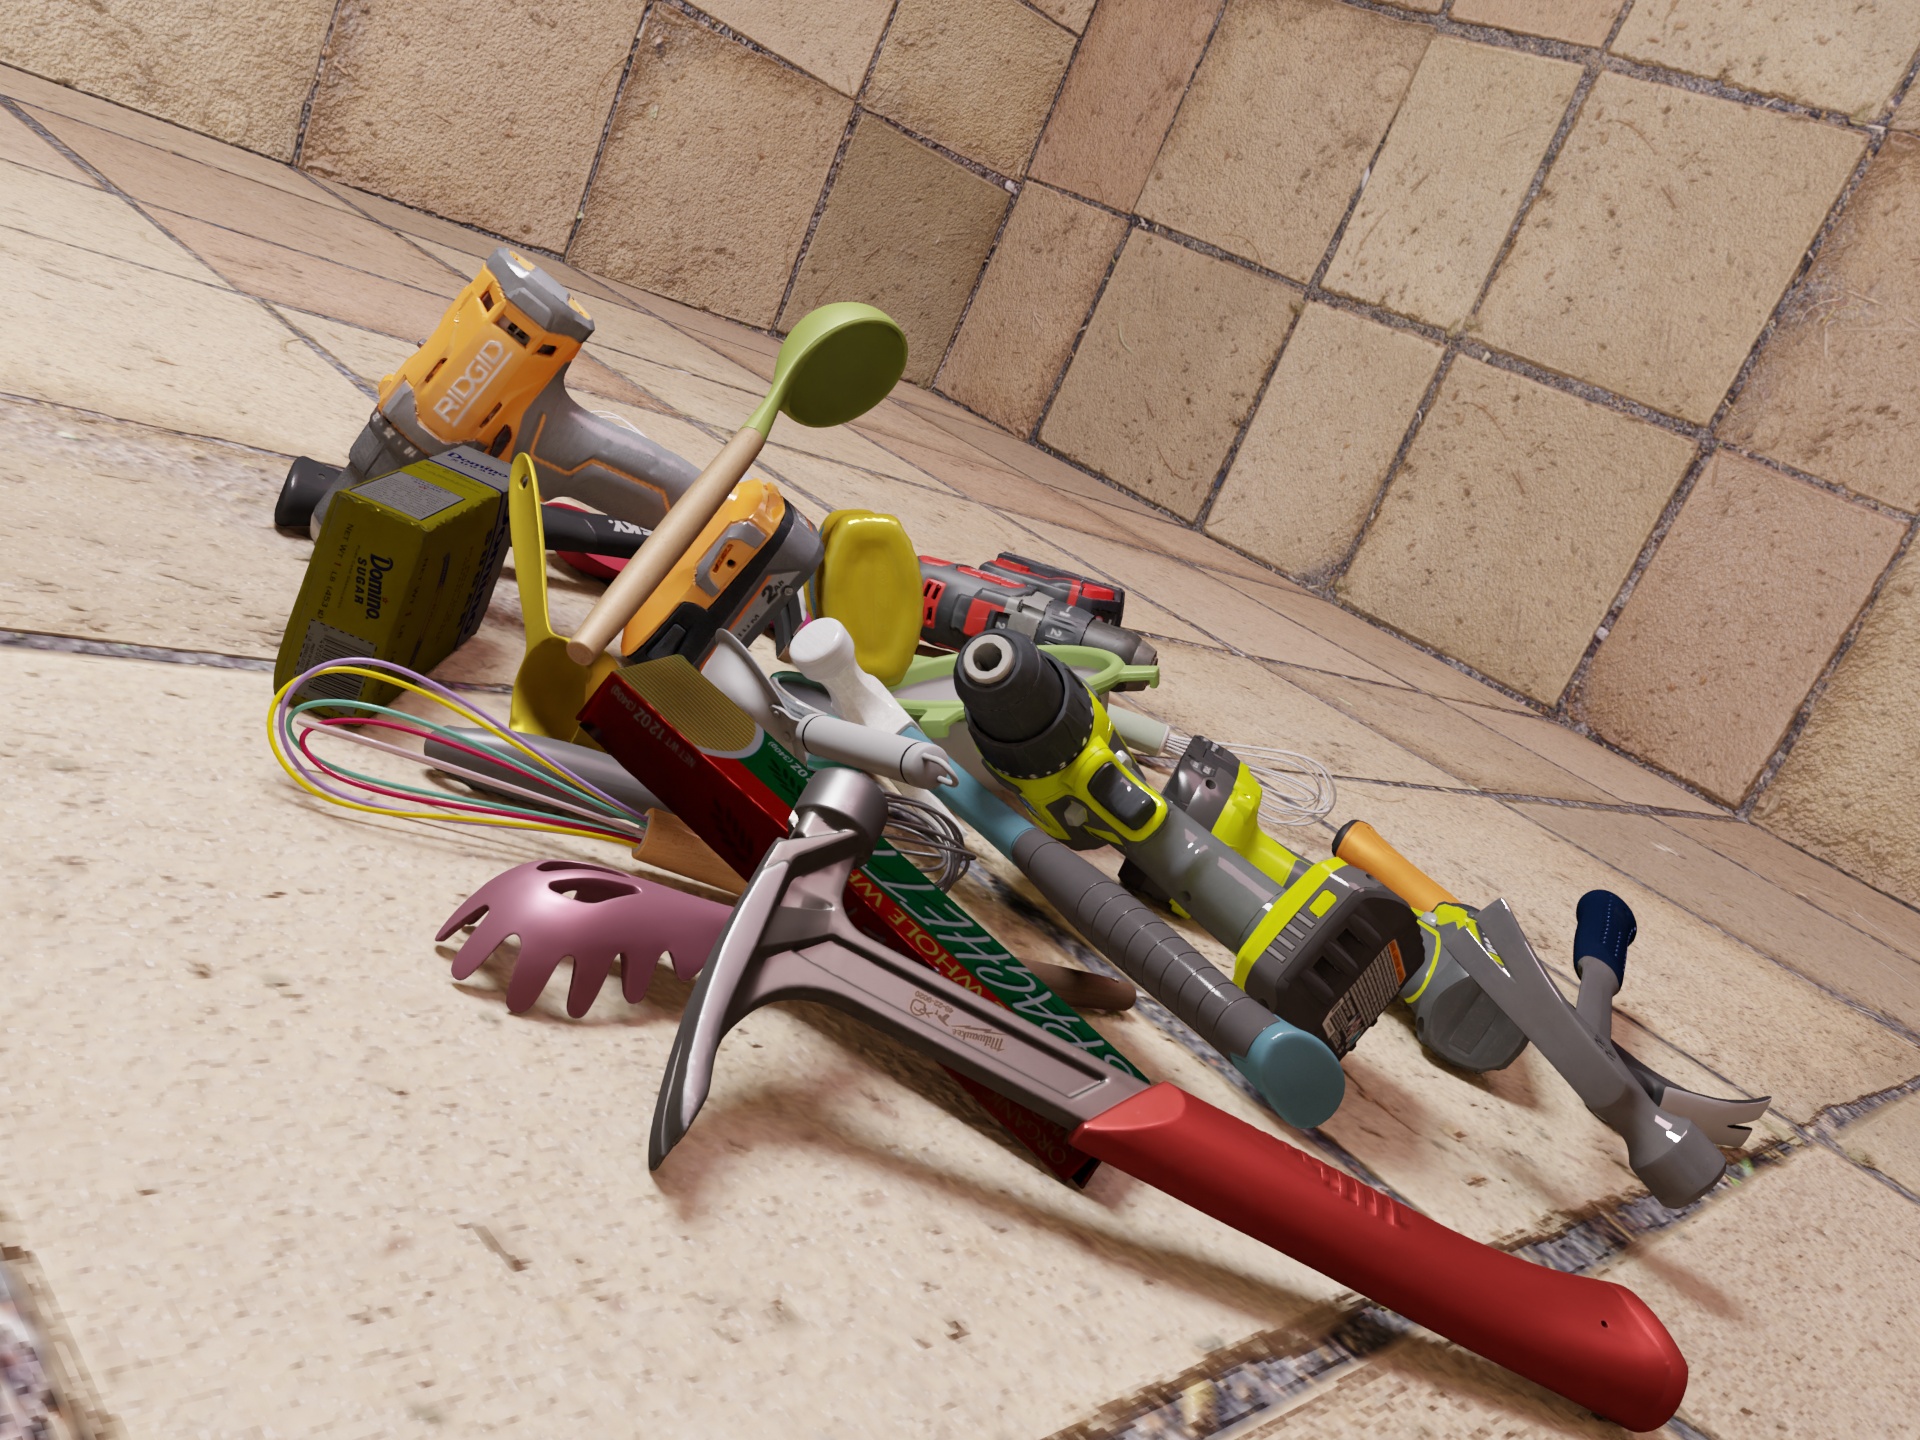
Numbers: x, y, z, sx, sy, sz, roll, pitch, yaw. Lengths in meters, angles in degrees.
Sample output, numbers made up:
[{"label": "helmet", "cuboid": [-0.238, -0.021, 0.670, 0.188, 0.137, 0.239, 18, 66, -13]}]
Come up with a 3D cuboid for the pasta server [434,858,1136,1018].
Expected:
[{"label": "pasta server", "cuboid": [-0.044, 0.095, 0.611, 0.316, 0.040, 0.060, 17, 16, -41]}]

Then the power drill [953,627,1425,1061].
[{"label": "power drill", "cuboid": [0.095, 0.053, 0.736, 0.229, 0.080, 0.190, 40, -5, 28]}]

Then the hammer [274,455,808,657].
[{"label": "hammer", "cuboid": [-0.237, -0.110, 0.950, 0.334, 0.035, 0.146, 3, 47, -42]}]

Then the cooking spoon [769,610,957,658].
[{"label": "cooking spoon", "cuboid": [-0.015, -0.043, 1.153, 0.318, 0.017, 0.069, 12, 14, -37]}]

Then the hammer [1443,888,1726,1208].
[{"label": "hammer", "cuboid": [0.343, 0.136, 0.864, 0.144, 0.035, 0.405, 51, 19, 13]}]

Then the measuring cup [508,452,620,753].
[{"label": "measuring cup", "cuboid": [-0.181, -0.052, 0.718, 0.029, 0.062, 0.157, 12, 57, -46]}]

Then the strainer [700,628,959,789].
[{"label": "strainer", "cuboid": [-0.072, 0.005, 0.737, 0.050, 0.086, 0.259, -34, 23, -24]}]

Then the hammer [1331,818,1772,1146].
[{"label": "hammer", "cuboid": [0.344, 0.151, 1.003, 0.127, 0.034, 0.337, 16, 17, -27]}]

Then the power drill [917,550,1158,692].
[{"label": "power drill", "cuboid": [0.065, -0.069, 1.171, 0.188, 0.080, 0.226, 19, 9, 13]}]

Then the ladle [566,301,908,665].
[{"label": "ladle", "cuboid": [-0.102, -0.119, 0.781, 0.062, 0.078, 0.320, 29, 42, -4]}]

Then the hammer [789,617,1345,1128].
[{"label": "hammer", "cuboid": [0.039, 0.064, 0.696, 0.331, 0.033, 0.128, 38, -12, 46]}]

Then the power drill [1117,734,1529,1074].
[{"label": "power drill", "cuboid": [0.210, 0.100, 0.899, 0.223, 0.080, 0.171, 30, 15, 7]}]

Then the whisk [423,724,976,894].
[{"label": "whisk", "cuboid": [-0.106, 0.038, 0.675, 0.238, 0.055, 0.055, 15, 17, -17]}]

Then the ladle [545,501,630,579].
[{"label": "ladle", "cuboid": [-0.143, -0.106, 1.093, 0.315, 0.031, 0.069, 4, 40, -40]}]

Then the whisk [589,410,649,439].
[{"label": "whisk", "cuboid": [-0.174, -0.142, 1.176, 0.284, 0.070, 0.070, 30, 15, 3]}]

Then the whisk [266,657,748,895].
[{"label": "whisk", "cuboid": [-0.146, 0.040, 0.621, 0.244, 0.051, 0.047, 23, 35, -22]}]

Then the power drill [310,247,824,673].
[{"label": "power drill", "cuboid": [-0.210, -0.107, 0.844, 0.226, 0.185, 0.084, 39, 8, -21]}]

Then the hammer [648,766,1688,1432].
[{"label": "hammer", "cuboid": [0.081, 0.152, 0.520, 0.359, 0.036, 0.149, 29, 45, -8]}]

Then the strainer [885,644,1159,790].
[{"label": "strainer", "cuboid": [-0.002, -0.003, 0.968, 0.151, 0.069, 0.256, -13, 13, -25]}]

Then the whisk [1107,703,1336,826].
[{"label": "whisk", "cuboid": [0.154, 0.019, 1.154, 0.246, 0.059, 0.058, 21, 31, 6]}]
